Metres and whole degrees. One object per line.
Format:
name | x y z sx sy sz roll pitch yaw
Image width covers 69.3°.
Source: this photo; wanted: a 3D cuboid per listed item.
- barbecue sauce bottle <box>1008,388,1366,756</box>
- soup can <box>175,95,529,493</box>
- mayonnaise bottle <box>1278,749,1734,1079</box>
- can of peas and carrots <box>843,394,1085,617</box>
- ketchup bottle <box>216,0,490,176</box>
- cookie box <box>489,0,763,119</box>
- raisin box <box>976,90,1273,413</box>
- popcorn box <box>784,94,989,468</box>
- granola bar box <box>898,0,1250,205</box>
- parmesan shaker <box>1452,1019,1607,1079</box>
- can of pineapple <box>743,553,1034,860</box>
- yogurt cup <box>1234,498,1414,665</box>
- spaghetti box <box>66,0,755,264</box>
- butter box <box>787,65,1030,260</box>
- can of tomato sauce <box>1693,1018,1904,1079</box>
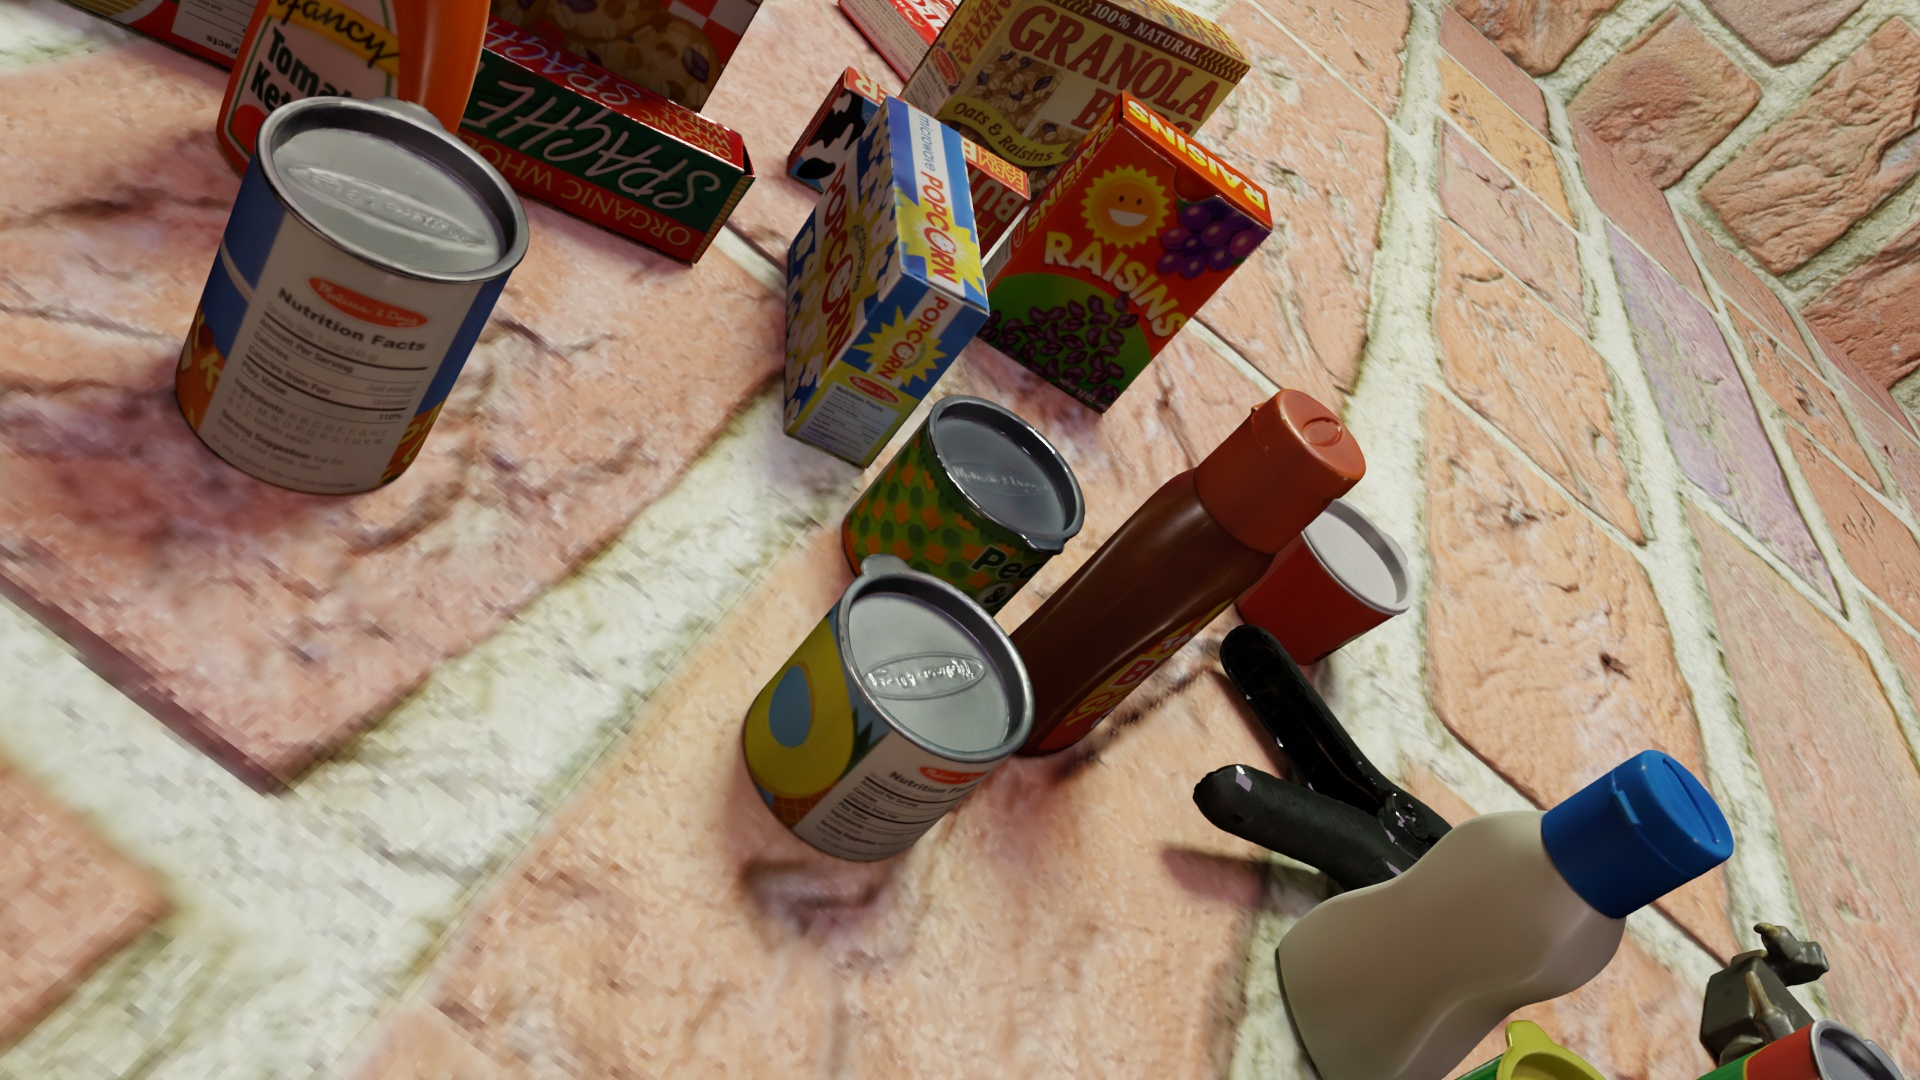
barbecue sauce bottle | 0.066 0.012 0.453 0.044 0.148 0.065 51 35 13
soup can | -0.162 -0.065 0.369 0.071 0.083 0.072 27 37 -22
mayonnaise bottle | 0.166 0.119 0.435 0.041 0.147 0.065 18 41 -32
can of peas and carrots | 0.002 -0.006 0.489 0.071 0.058 0.071 26 37 -22
ketchup bottle | -0.169 -0.160 0.410 0.065 0.148 0.044 39 34 -4
cookie box | -0.129 -0.223 0.501 0.123 0.166 0.040 26 37 -23
raisin box | 0.069 -0.128 0.632 0.086 0.123 0.040 31 36 -17
popcorn box | -0.032 -0.103 0.538 0.038 0.085 0.127 23 38 -26
granola bar box | 0.057 -0.239 0.742 0.166 0.123 0.039 3 50 -43
parmesan shaker | 0.126 0.182 0.366 0.071 0.102 0.072 27 37 -22
can of pineapple | -0.022 0.049 0.405 0.071 0.057 0.071 26 37 -22
yogurt cup | 0.159 0.019 0.622 0.072 0.053 0.073 26 37 -22
spaghetti box | -0.193 -0.166 0.480 0.250 0.050 0.029 19 40 -30
butter box | -0.023 -0.171 0.651 0.103 0.053 0.024 25 38 -24
can of tomato sauce | 0.302 0.224 0.512 0.071 0.082 0.071 27 37 -22
